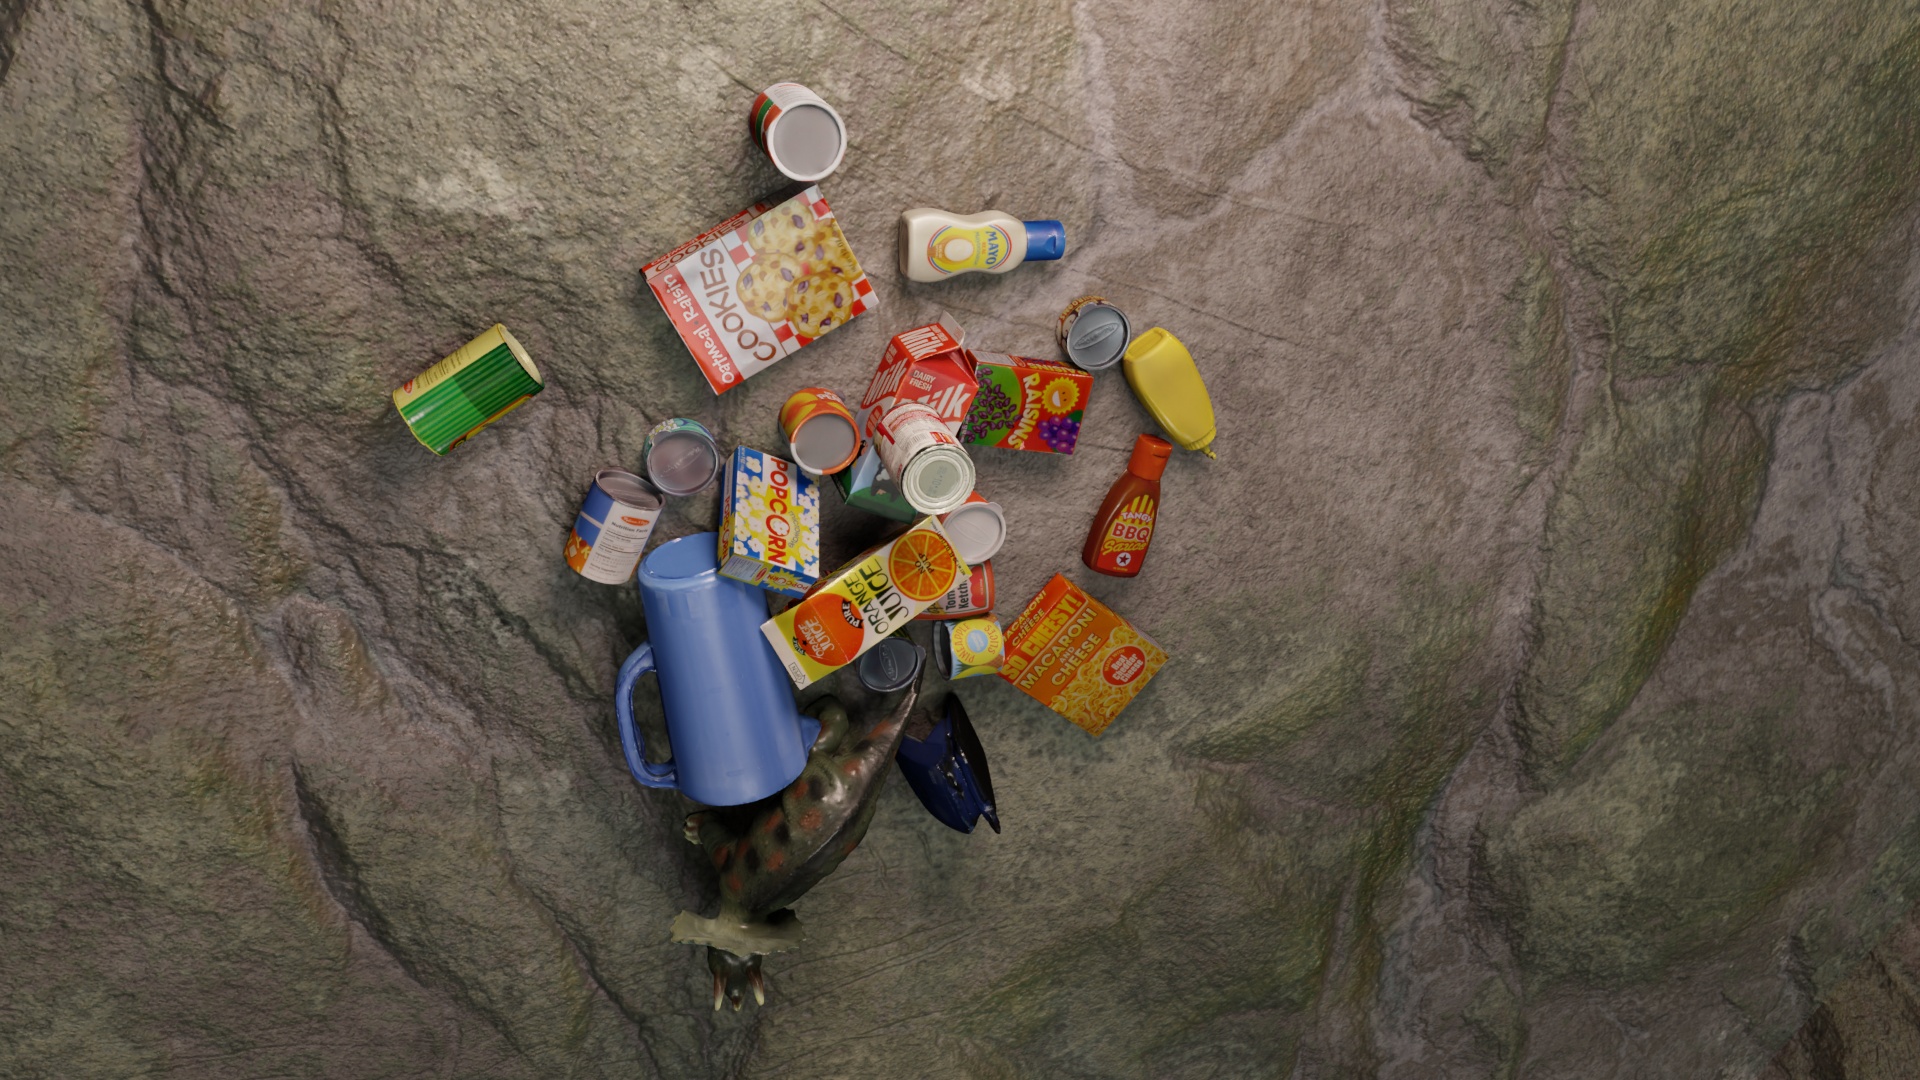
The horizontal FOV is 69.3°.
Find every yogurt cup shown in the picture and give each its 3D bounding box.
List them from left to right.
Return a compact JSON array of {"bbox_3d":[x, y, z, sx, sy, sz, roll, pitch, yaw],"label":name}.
[{"bbox_3d":[0.005,-0.017,1.371,0.072,0.054,0.072,-8,119,-16],"label":"yogurt cup"}]

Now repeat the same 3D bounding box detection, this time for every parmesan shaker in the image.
[{"bbox_3d":[-0.407,-0.124,1.155,0.103,0.071,0.071,-33,122,-1],"label":"parmesan shaker"}]

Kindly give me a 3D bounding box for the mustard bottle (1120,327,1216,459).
[{"bbox_3d":[0.218,-0.137,1.390,0.065,0.049,0.159,-35,123,1],"label":"mustard bottle"}]

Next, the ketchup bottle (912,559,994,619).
[{"bbox_3d":[-0.042,0.051,1.395,0.149,0.043,0.064,-9,104,-15],"label":"ketchup bottle"}]

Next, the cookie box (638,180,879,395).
[{"bbox_3d":[-0.174,-0.221,1.209,0.167,0.040,0.122,-31,122,-4],"label":"cookie box"}]

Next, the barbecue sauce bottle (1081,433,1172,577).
[{"bbox_3d":[0.176,-0.036,1.430,0.065,0.044,0.148,9,112,-23],"label":"barbecue sauce bottle"}]

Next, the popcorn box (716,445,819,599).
[{"bbox_3d":[-0.174,-0.018,1.264,0.085,0.127,0.038,19,137,-28],"label":"popcorn box"}]

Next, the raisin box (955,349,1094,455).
[{"bbox_3d":[0.058,-0.132,1.340,0.123,0.040,0.085,5,114,-21],"label":"raisin box"}]

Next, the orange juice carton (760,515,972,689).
[{"bbox_3d":[-0.092,0.057,1.305,0.193,0.073,0.071,-35,97,-23],"label":"orange juice carton"}]

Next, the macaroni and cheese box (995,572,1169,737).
[{"bbox_3d":[0.125,0.125,1.497,0.166,0.040,0.123,34,101,-31],"label":"macaroni and cheese box"}]

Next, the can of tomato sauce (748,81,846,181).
[{"bbox_3d":[-0.134,-0.334,1.139,0.071,0.083,0.070,-8,118,-16],"label":"can of tomato sauce"}]

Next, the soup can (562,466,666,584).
[{"bbox_3d":[-0.313,-0.014,1.251,0.071,0.071,0.083,18,113,-27],"label":"soup can"}]

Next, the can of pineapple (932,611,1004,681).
[{"bbox_3d":[0.008,0.107,1.428,0.058,0.071,0.070,-8,119,-17],"label":"can of pineapple"}]

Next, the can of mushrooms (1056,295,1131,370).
[{"bbox_3d":[0.127,-0.201,1.332,0.071,0.033,0.070,-8,119,-15],"label":"can of mushrooms"}]

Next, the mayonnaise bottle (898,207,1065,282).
[{"bbox_3d":[0.020,-0.269,1.254,0.148,0.041,0.064,-6,116,-16],"label":"mayonnaise bottle"}]

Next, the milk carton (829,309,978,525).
[{"bbox_3d":[-0.046,-0.119,1.289,0.073,0.072,0.190,18,109,-26],"label":"milk carton"}]

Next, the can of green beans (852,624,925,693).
[{"bbox_3d":[-0.079,0.112,1.405,0.071,0.058,0.071,-8,119,-16],"label":"can of green beans"}]

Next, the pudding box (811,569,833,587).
[{"bbox_3d":[-0.141,0.076,1.369,0.030,0.050,0.083,3,115,-23],"label":"pudding box"}]

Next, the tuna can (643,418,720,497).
[{"bbox_3d":[-0.255,-0.077,1.258,0.071,0.033,0.070,-9,119,-16],"label":"tuna can"}]

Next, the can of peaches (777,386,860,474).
[{"bbox_3d":[-0.128,-0.102,1.276,0.071,0.058,0.071,-8,119,-15],"label":"can of peaches"}]
